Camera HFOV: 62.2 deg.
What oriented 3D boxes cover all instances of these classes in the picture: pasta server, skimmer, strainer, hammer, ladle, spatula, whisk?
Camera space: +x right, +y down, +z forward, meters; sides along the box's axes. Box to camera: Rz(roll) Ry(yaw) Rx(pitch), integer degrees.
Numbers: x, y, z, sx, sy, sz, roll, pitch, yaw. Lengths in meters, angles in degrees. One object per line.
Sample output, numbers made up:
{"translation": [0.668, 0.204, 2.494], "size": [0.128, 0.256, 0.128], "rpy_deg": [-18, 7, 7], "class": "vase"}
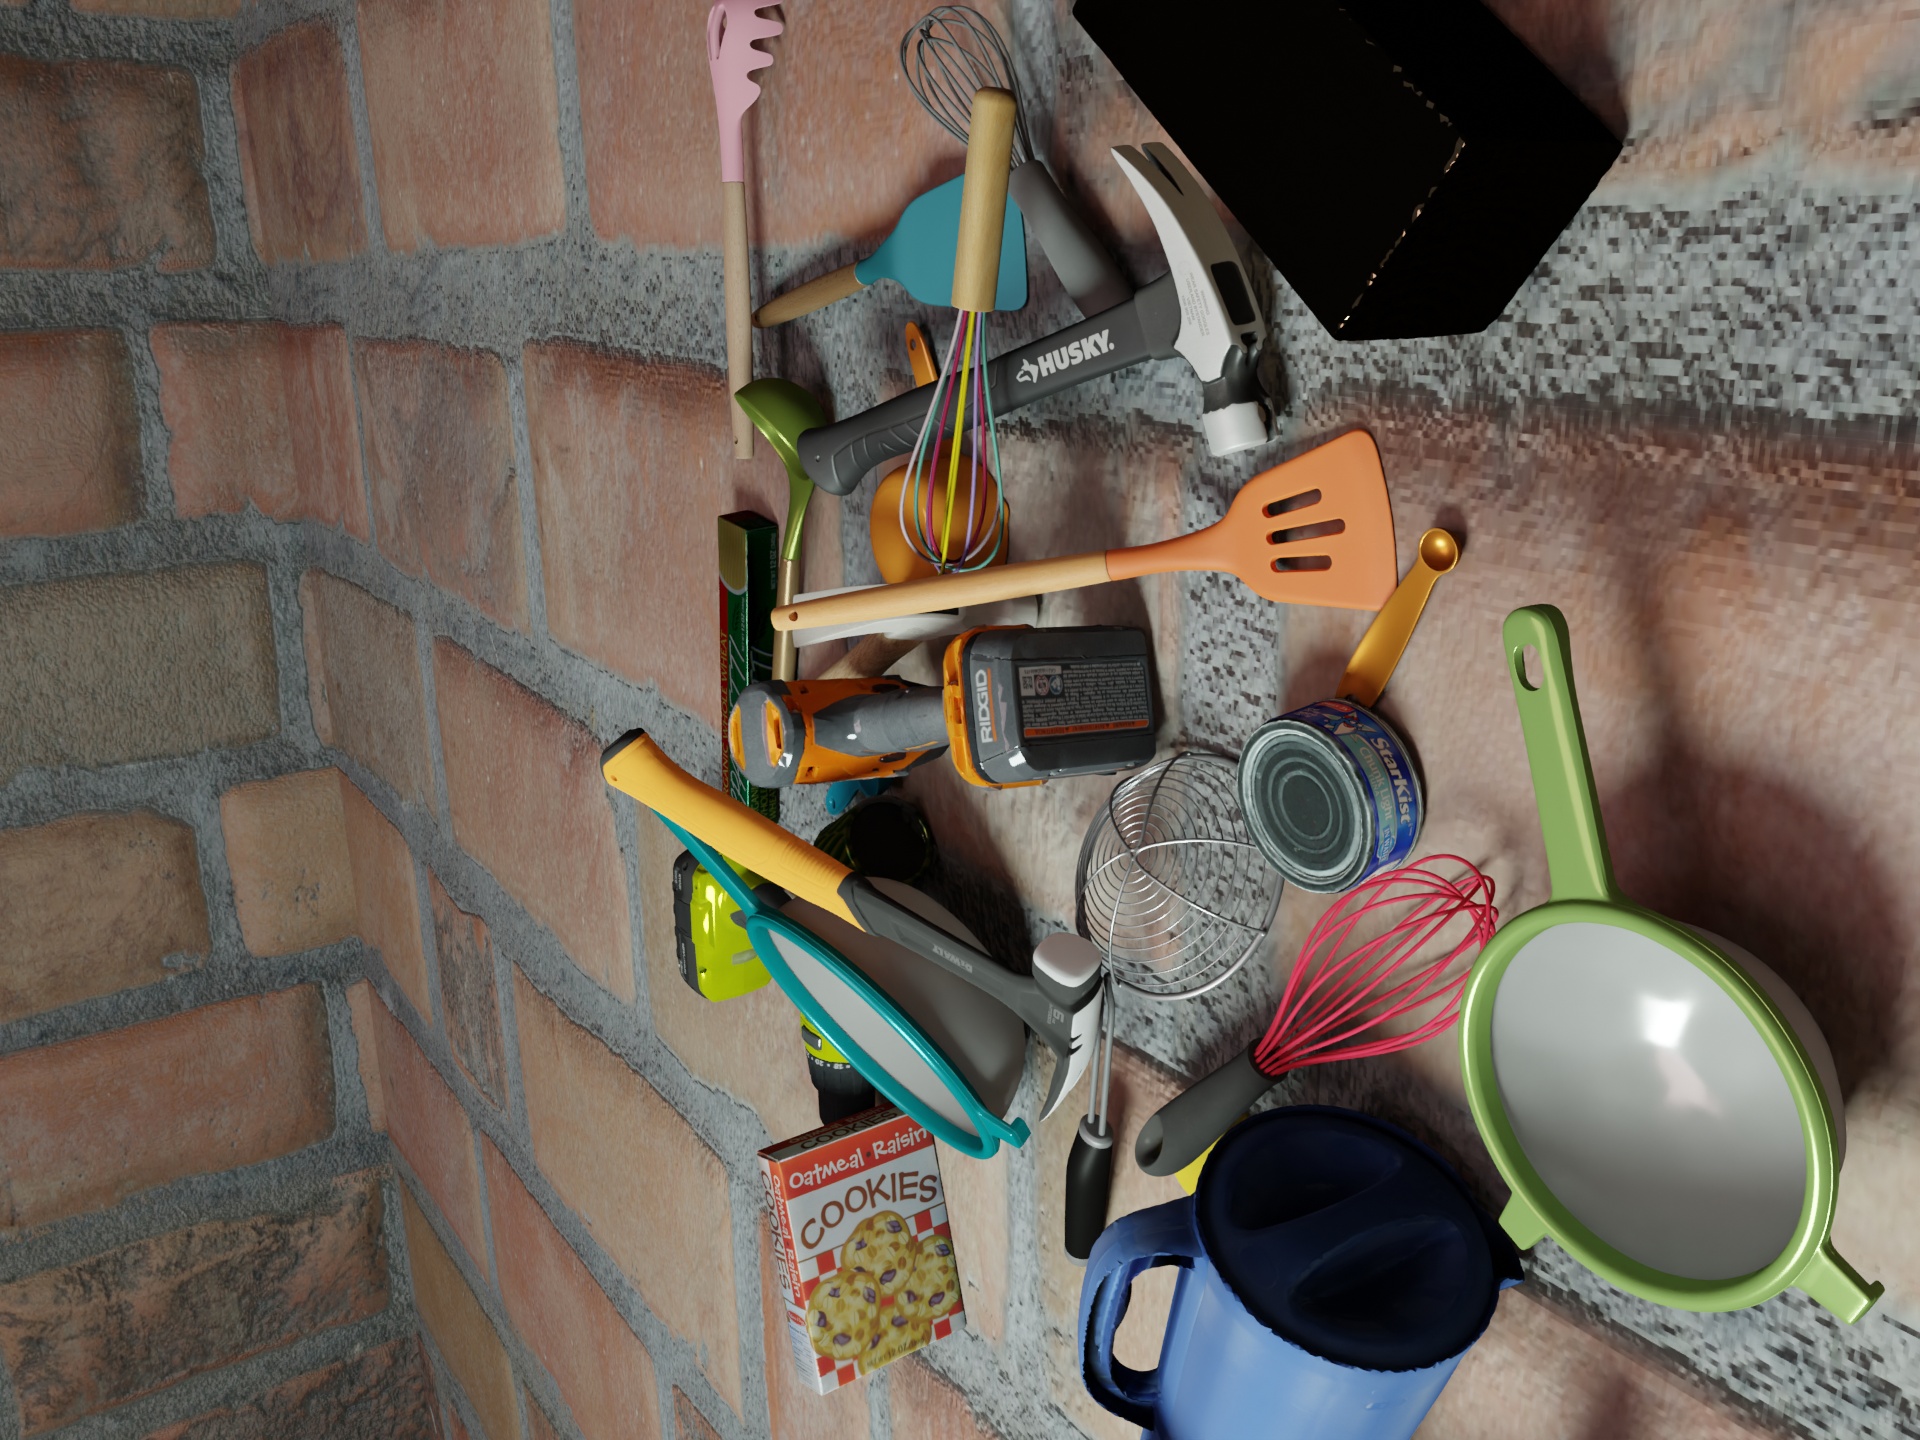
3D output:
{"translation": [-0.147, -0.338, 1.085], "size": [0.060, 0.040, 0.316], "rpy_deg": [21, 116, 53], "class": "pasta server"}
{"translation": [0.105, 0.180, 0.884], "size": [0.127, 0.090, 0.363], "rpy_deg": [51, 150, 44], "class": "skimmer"}
{"translation": [-0.073, 0.122, 0.998], "size": [0.340, 0.095, 0.211], "rpy_deg": [47, 160, -1], "class": "strainer"}
{"translation": [-0.074, -0.029, 1.035], "size": [0.331, 0.130, 0.031], "rpy_deg": [146, 124, -65], "class": "hammer"}
{"translation": [-0.134, -0.093, 1.143], "size": [0.078, 0.062, 0.320], "rpy_deg": [43, 137, 43], "class": "ladle"}
{"translation": [-0.060, -0.275, 0.999], "size": [0.318, 0.044, 0.082], "rpy_deg": [8, 108, 61], "class": "spatula"}
{"translation": [0.005, -0.181, 0.784], "size": [0.051, 0.047, 0.244], "rpy_deg": [19, 119, 23], "class": "whisk"}
{"translation": [0.252, 0.080, 0.584], "size": [0.151, 0.069, 0.256], "rpy_deg": [-13, 88, 60], "class": "strainer"}
{"translation": [0.016, -0.179, 0.833], "size": [0.335, 0.035, 0.146], "rpy_deg": [-9, 100, 51], "class": "hammer"}
{"translation": [0.047, -0.072, 0.771], "size": [0.322, 0.041, 0.081], "rpy_deg": [-7, 94, 22], "class": "spatula"}
{"translation": [-0.071, 0.096, 0.882], "size": [0.337, 0.034, 0.127], "rpy_deg": [28, 139, 25], "class": "hammer"}
{"translation": [0.037, -0.282, 0.827], "size": [0.239, 0.055, 0.055], "rpy_deg": [61, 144, 17], "class": "whisk"}
{"translation": [0.155, 0.152, 0.750], "size": [0.073, 0.073, 0.295], "rpy_deg": [62, 143, 24], "class": "whisk"}

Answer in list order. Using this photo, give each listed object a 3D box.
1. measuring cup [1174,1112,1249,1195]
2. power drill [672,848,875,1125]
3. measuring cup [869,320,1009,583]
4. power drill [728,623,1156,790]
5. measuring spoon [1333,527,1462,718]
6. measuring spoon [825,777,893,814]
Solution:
{"translation": [0.157, 0.219, 0.813], "size": [0.156, 0.029, 0.062], "rpy_deg": [-34, 71, 59], "class": "measuring cup"}
{"translation": [-0.132, 0.195, 1.215], "size": [0.229, 0.080, 0.190], "rpy_deg": [24, 120, 49], "class": "power drill"}
{"translation": [-0.027, -0.154, 0.955], "size": [0.095, 0.052, 0.173], "rpy_deg": [-14, 90, 58], "class": "measuring cup"}
{"translation": [-0.001, -0.003, 0.892], "size": [0.226, 0.164, 0.084], "rpy_deg": [-7, 88, 46], "class": "power drill"}
{"translation": [0.191, -0.039, 0.698], "size": [0.021, 0.011, 0.116], "rpy_deg": [51, 143, 29], "class": "measuring spoon"}
{"translation": [-0.071, 0.044, 1.131], "size": [0.042, 0.021, 0.128], "rpy_deg": [70, 156, 11], "class": "measuring spoon"}
